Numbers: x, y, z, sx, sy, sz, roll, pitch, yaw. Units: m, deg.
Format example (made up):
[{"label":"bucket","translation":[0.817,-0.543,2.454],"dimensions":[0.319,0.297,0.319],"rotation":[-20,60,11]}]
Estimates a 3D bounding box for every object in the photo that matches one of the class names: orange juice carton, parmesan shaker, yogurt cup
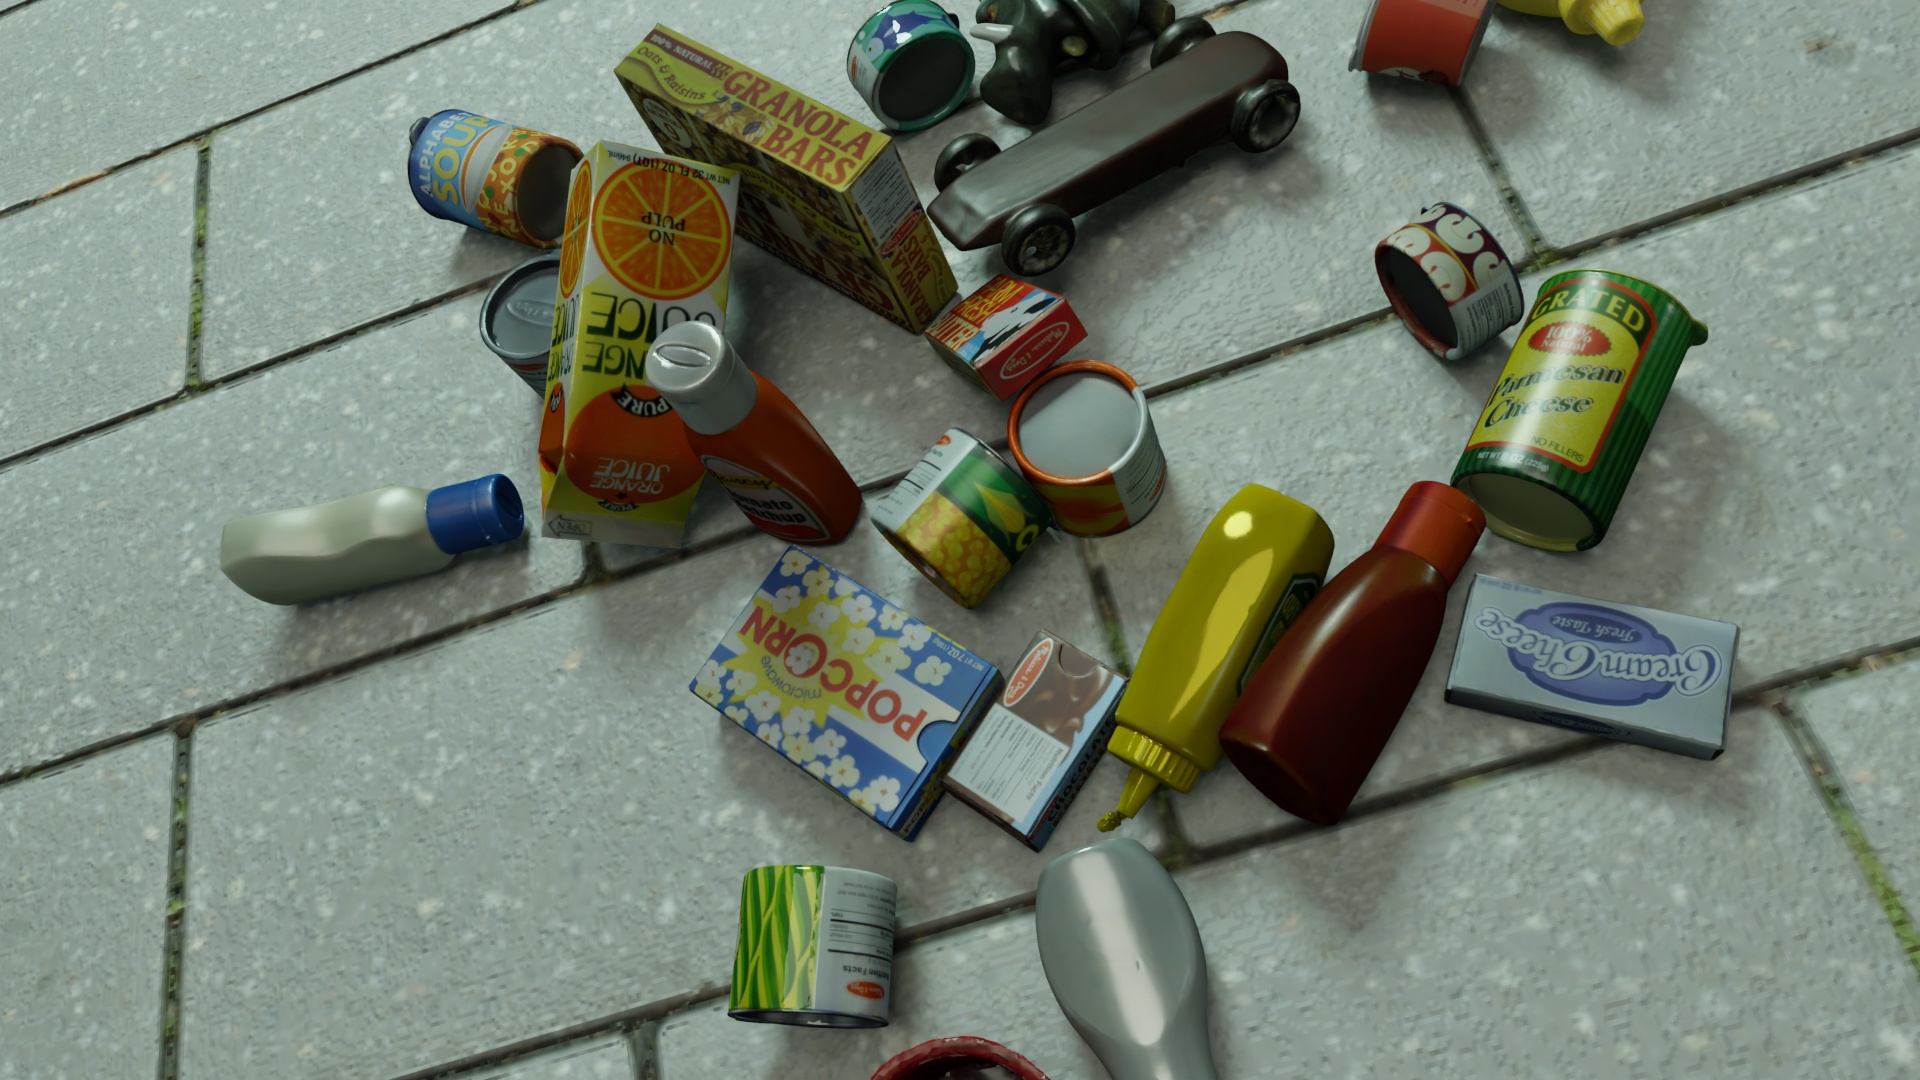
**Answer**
[{"label":"orange juice carton","translation":[-0.164,-0.094,0.698],"dimensions":[0.072,0.073,0.192],"rotation":[7,87,-26]},{"label":"parmesan shaker","translation":[0.261,-0.054,0.589],"dimensions":[0.071,0.071,0.103],"rotation":[23,74,24]},{"label":"yogurt cup","translation":[0.235,-0.263,0.697],"dimensions":[0.054,0.072,0.072],"rotation":[24,75,16]}]

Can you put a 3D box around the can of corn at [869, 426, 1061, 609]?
[{"label":"can of corn","translation":[0.002,-0.008,0.647],"dimensions":[0.071,0.071,0.058],"rotation":[39,82,27]}]

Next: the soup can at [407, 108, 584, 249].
[{"label":"soup can","translation":[-0.272,-0.214,0.817],"dimensions":[0.084,0.071,0.071],"rotation":[20,73,23]}]

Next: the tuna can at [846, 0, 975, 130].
[{"label":"tuna can","translation":[-0.025,-0.265,0.772],"dimensions":[0.071,0.071,0.033],"rotation":[-32,63,0]}]

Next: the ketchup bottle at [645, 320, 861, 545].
[{"label":"ketchup bottle","translation":[-0.097,-0.048,0.645],"dimensions":[0.065,0.148,0.044],"rotation":[13,69,21]}]

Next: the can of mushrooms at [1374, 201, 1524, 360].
[{"label":"can of mushrooms","translation":[0.220,-0.119,0.633],"dimensions":[0.033,0.071,0.071],"rotation":[-34,61,1]}]

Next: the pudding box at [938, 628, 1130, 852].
[{"label":"pudding box","translation":[0.035,0.088,0.611],"dimensions":[0.050,0.030,0.084],"rotation":[28,76,27]}]

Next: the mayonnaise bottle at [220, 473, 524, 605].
[{"label":"mayonnaise bottle","translation":[-0.308,-0.002,0.737],"dimensions":[0.148,0.064,0.041],"rotation":[-13,66,6]}]

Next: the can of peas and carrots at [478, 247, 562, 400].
[{"label":"can of peas and carrots","translation":[-0.218,-0.115,0.763],"dimensions":[0.071,0.058,0.071],"rotation":[-6,64,13]}]

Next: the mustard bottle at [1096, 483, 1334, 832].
[{"label":"mustard bottle","translation":[0.104,0.056,0.590],"dimensions":[0.049,0.065,0.160],"rotation":[26,81,30]}]

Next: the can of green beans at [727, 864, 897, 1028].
[{"label":"can of green beans","translation":[-0.061,0.171,0.581],"dimensions":[0.071,0.071,0.058],"rotation":[-4,65,15]}]

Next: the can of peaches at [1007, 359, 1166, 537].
[{"label":"can of peaches","translation":[0.057,-0.043,0.649],"dimensions":[0.071,0.058,0.071],"rotation":[-6,65,13]}]

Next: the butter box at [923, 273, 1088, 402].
[{"label":"butter box","translation":[0.019,-0.101,0.674],"dimensions":[0.053,0.024,0.104],"rotation":[-38,22,-1]}]

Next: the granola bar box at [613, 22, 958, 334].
[{"label":"granola bar box","translation":[-0.089,-0.185,0.720],"dimensions":[0.166,0.124,0.039],"rotation":[33,78,27]}]

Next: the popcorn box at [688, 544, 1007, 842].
[{"label":"popcorn box","translation":[-0.051,0.068,0.641],"dimensions":[0.127,0.038,0.085],"rotation":[29,76,26]}]

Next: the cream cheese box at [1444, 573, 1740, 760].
[{"label":"cream cheese box","translation":[0.256,0.051,0.567],"dimensions":[0.104,0.024,0.053],"rotation":[12,70,21]}]

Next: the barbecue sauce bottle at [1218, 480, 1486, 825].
[{"label":"barbecue sauce bottle","translation":[0.169,0.042,0.578],"dimensions":[0.149,0.064,0.043],"rotation":[-53,30,-17]}]

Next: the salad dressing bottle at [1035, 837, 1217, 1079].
[{"label":"salad dressing bottle","translation":[0.074,0.194,0.544],"dimensions":[0.064,0.044,0.148],"rotation":[-22,63,5]}]
